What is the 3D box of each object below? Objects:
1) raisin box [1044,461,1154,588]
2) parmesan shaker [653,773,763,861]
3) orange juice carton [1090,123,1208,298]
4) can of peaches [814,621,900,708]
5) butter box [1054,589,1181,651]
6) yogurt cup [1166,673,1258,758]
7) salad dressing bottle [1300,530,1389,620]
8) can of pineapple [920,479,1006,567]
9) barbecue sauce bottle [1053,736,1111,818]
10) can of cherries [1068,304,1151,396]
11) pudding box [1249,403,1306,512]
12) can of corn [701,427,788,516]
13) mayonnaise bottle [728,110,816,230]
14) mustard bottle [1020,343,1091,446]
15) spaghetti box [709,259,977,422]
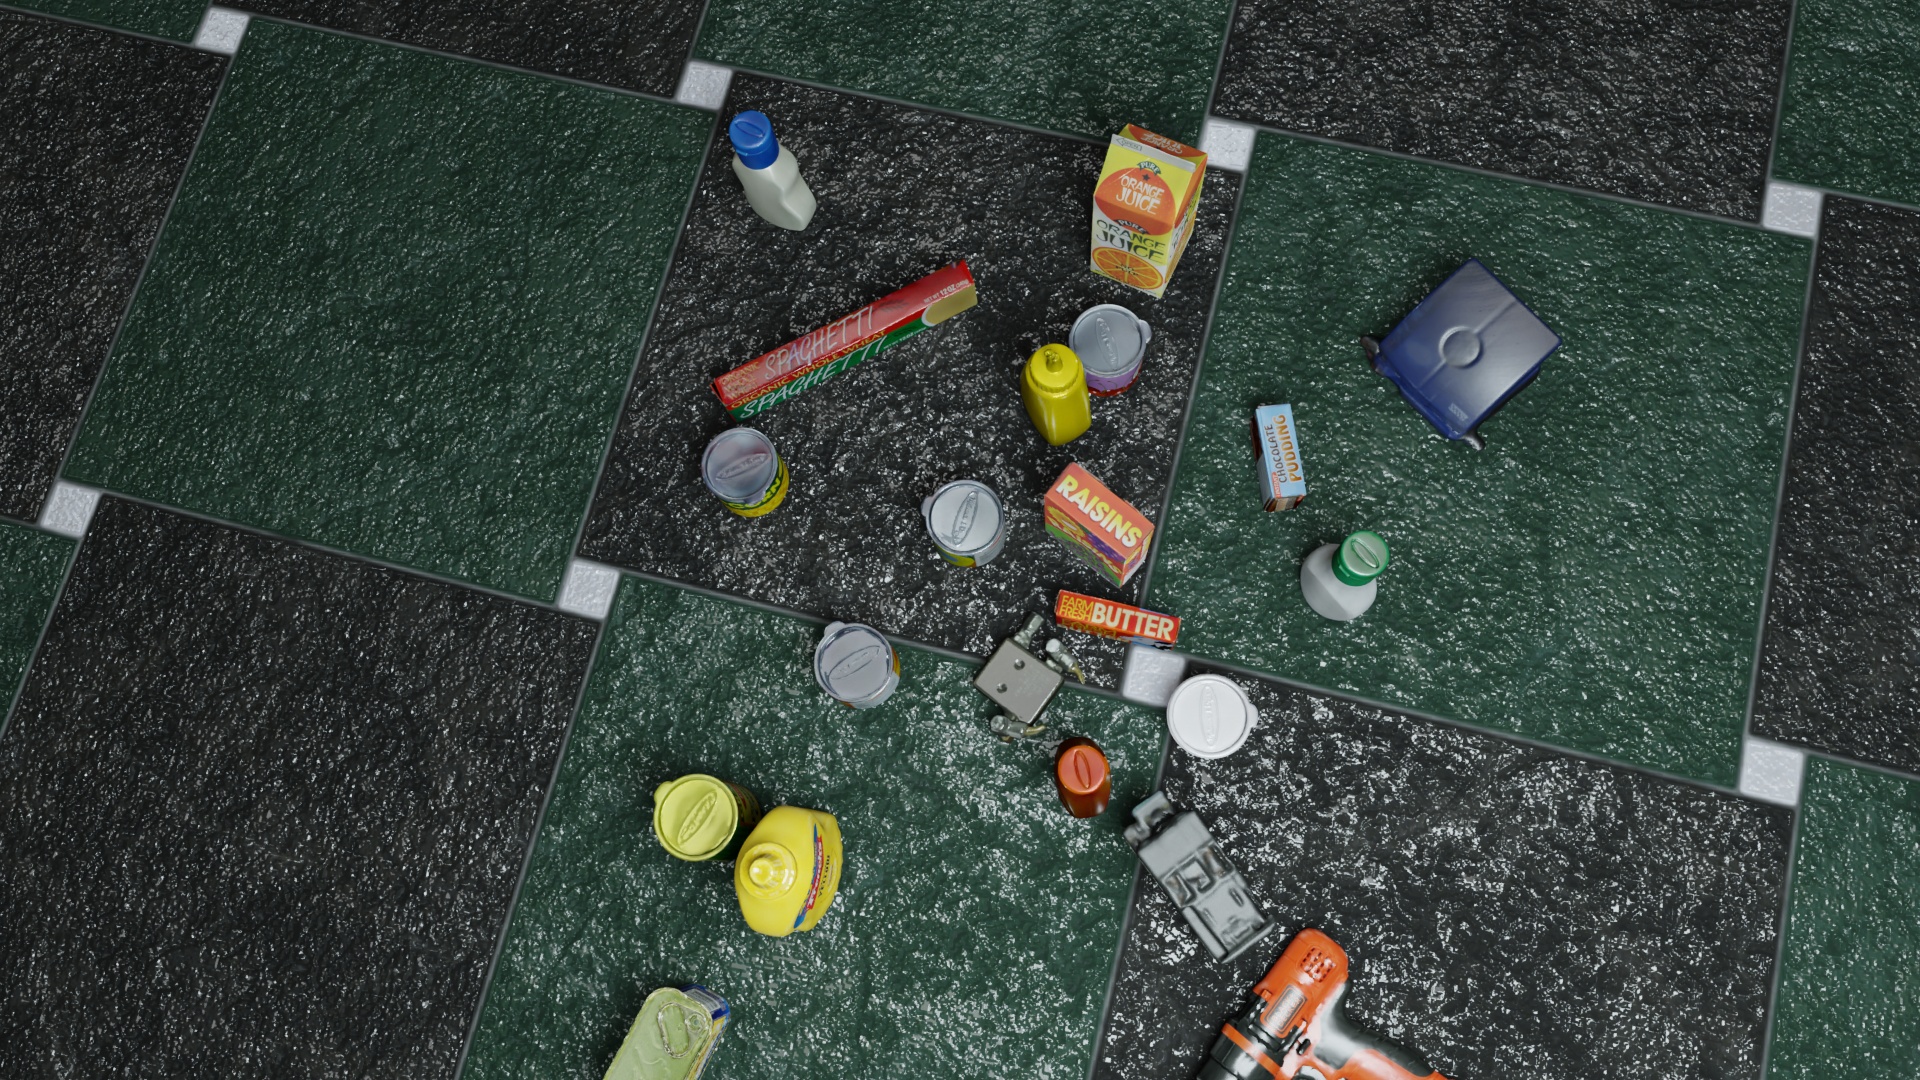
[{"bbox_3d":[0.113,-0.011,1.146,0.086,0.123,0.040,40,83,12],"label":"raisin box"},{"bbox_3d":[-0.203,0.223,1.123,0.071,0.103,0.071,-1,77,4],"label":"parmesan shaker"},{"bbox_3d":[0.158,-0.284,1.173,0.072,0.192,0.073,24,80,9],"label":"orange juice carton"},{"bbox_3d":[-0.087,0.104,1.166,0.071,0.058,0.071,-1,77,4],"label":"can of peaches"},{"bbox_3d":[0.130,0.068,1.162,0.103,0.053,0.024,13,78,7],"label":"butter box"},{"bbox_3d":[0.202,0.146,1.138,0.072,0.054,0.072,-1,77,4],"label":"yogurt cup"},{"bbox_3d":[0.309,0.027,1.111,0.044,0.147,0.064,-38,77,-5],"label":"salad dressing bottle"},{"bbox_3d":[0.004,-0.015,1.189,0.071,0.057,0.071,-1,77,4],"label":"can of pineapple"},{"bbox_3d":[0.095,0.184,1.088,0.044,0.148,0.065,-13,76,1],"label":"barbecue sauce bottle"},{"bbox_3d":[0.130,-0.165,1.215,0.071,0.058,0.071,-1,77,4],"label":"can of cherries"},{"bbox_3d":[0.270,-0.071,1.187,0.030,0.049,0.084,-8,76,2],"label":"pudding box"},{"bbox_3d":[-0.186,-0.056,1.212,0.071,0.058,0.071,-1,77,4],"label":"can of corn"},{"bbox_3d":[-0.170,-0.327,1.230,0.065,0.148,0.041,26,80,9],"label":"mayonnaise bottle"},{"bbox_3d":[0.080,-0.128,1.158,0.049,0.160,0.065,-29,77,-3],"label":"mustard bottle"},{"bbox_3d":[-0.102,-0.177,1.239,0.250,0.050,0.029,-27,77,-3],"label":"spaghetti box"}]
